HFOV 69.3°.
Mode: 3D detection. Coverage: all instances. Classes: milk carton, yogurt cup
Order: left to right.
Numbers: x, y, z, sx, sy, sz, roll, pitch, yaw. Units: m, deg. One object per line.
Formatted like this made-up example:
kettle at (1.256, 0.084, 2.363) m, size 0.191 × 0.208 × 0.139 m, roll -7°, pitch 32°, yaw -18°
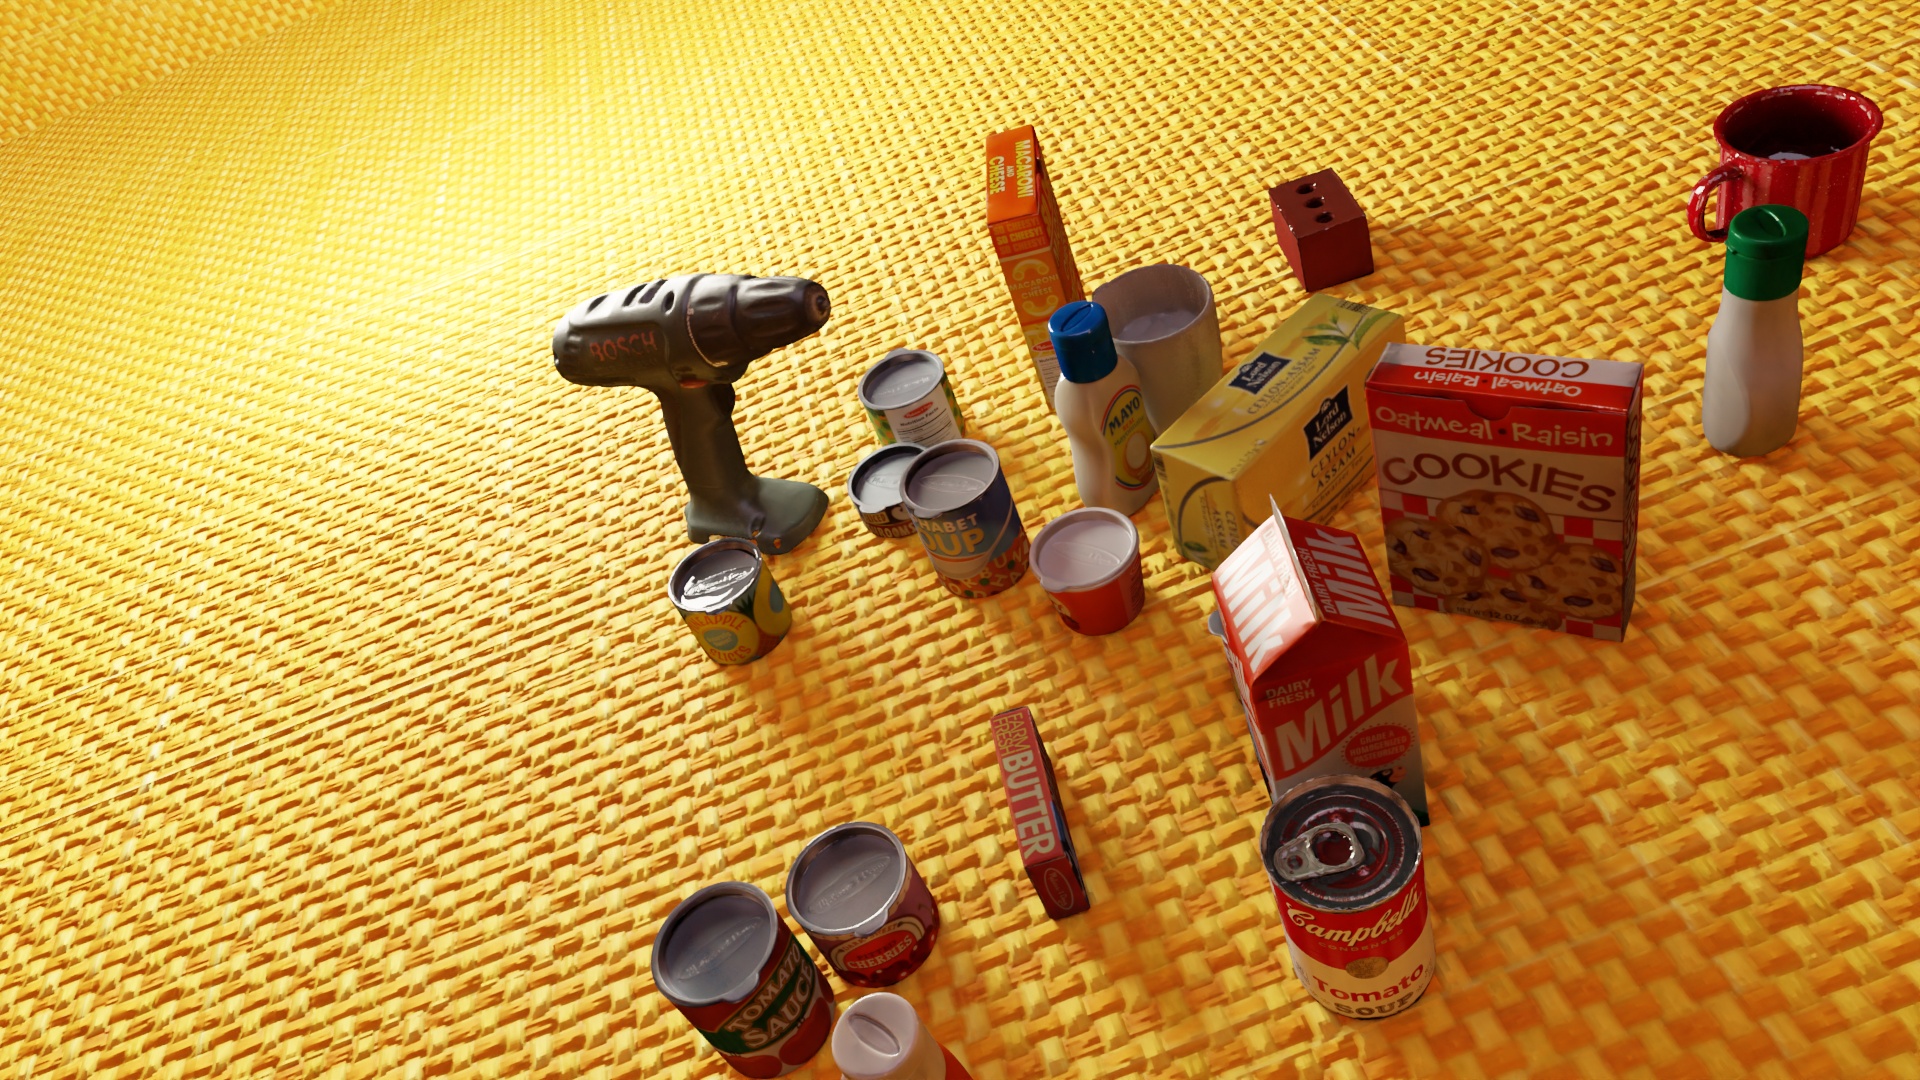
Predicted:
yogurt cup at (0.081, 0.021, 0.850) m, size 0.072 × 0.053 × 0.073 m, roll -12°, pitch 43°, yaw 12°
milk carton at (0.171, 0.066, 0.662) m, size 0.073 × 0.189 × 0.073 m, roll -17°, pitch 42°, yaw 7°

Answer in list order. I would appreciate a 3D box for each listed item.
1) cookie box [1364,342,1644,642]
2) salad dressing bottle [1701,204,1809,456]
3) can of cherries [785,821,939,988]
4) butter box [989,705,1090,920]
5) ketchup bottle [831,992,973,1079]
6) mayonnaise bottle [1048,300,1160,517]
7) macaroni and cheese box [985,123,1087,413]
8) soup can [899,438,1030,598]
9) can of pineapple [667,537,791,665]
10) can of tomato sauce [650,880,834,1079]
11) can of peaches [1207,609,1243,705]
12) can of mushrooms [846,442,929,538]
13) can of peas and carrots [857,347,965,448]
cookie box at (0.284, -0.023, 0.723) m, size 0.123 × 0.166 × 0.040 m, roll 10°, pitch 51°, yaw 31°
salad dressing bottle at (0.439, -0.113, 0.766) m, size 0.044 × 0.147 × 0.064 m, roll -12°, pitch 43°, yaw 12°
can of cherries at (-0.050, 0.192, 0.724) m, size 0.071 × 0.058 × 0.072 m, roll -12°, pitch 43°, yaw 12°
butter box at (0.041, 0.144, 0.740) m, size 0.024 × 0.053 × 0.104 m, roll -19°, pitch 42°, yaw 5°
ketchup bottle at (-0.013, 0.243, 0.587) m, size 0.065 × 0.148 × 0.044 m, roll 21°, pitch 57°, yaw 38°
mayonnaise bottle at (0.091, -0.083, 0.884) m, size 0.041 × 0.147 × 0.065 m, roll 25°, pitch 60°, yaw 40°
macaroni and cheese box at (0.060, -0.195, 1.001) m, size 0.040 × 0.165 × 0.124 m, roll -12°, pitch 43°, yaw 12°
soup can at (0.003, -0.011, 0.895) m, size 0.071 × 0.083 × 0.072 m, roll -12°, pitch 43°, yaw 12°
can of pineapple at (-0.153, 0.042, 0.926) m, size 0.071 × 0.057 × 0.071 m, roll -12°, pitch 43°, yaw 12°
can of tomato sauce at (-0.106, 0.223, 0.698) m, size 0.071 × 0.082 × 0.071 m, roll -12°, pitch 43°, yaw 12°
can of peaches at (0.177, 0.059, 0.766) m, size 0.071 × 0.057 × 0.071 m, roll -12°, pitch 43°, yaw 12°
can of mushrooms at (-0.045, -0.034, 0.977) m, size 0.071 × 0.033 × 0.071 m, roll -12°, pitch 43°, yaw 12°
can of peas and carrots at (-0.035, -0.099, 1.022) m, size 0.071 × 0.058 × 0.071 m, roll -12°, pitch 43°, yaw 12°
